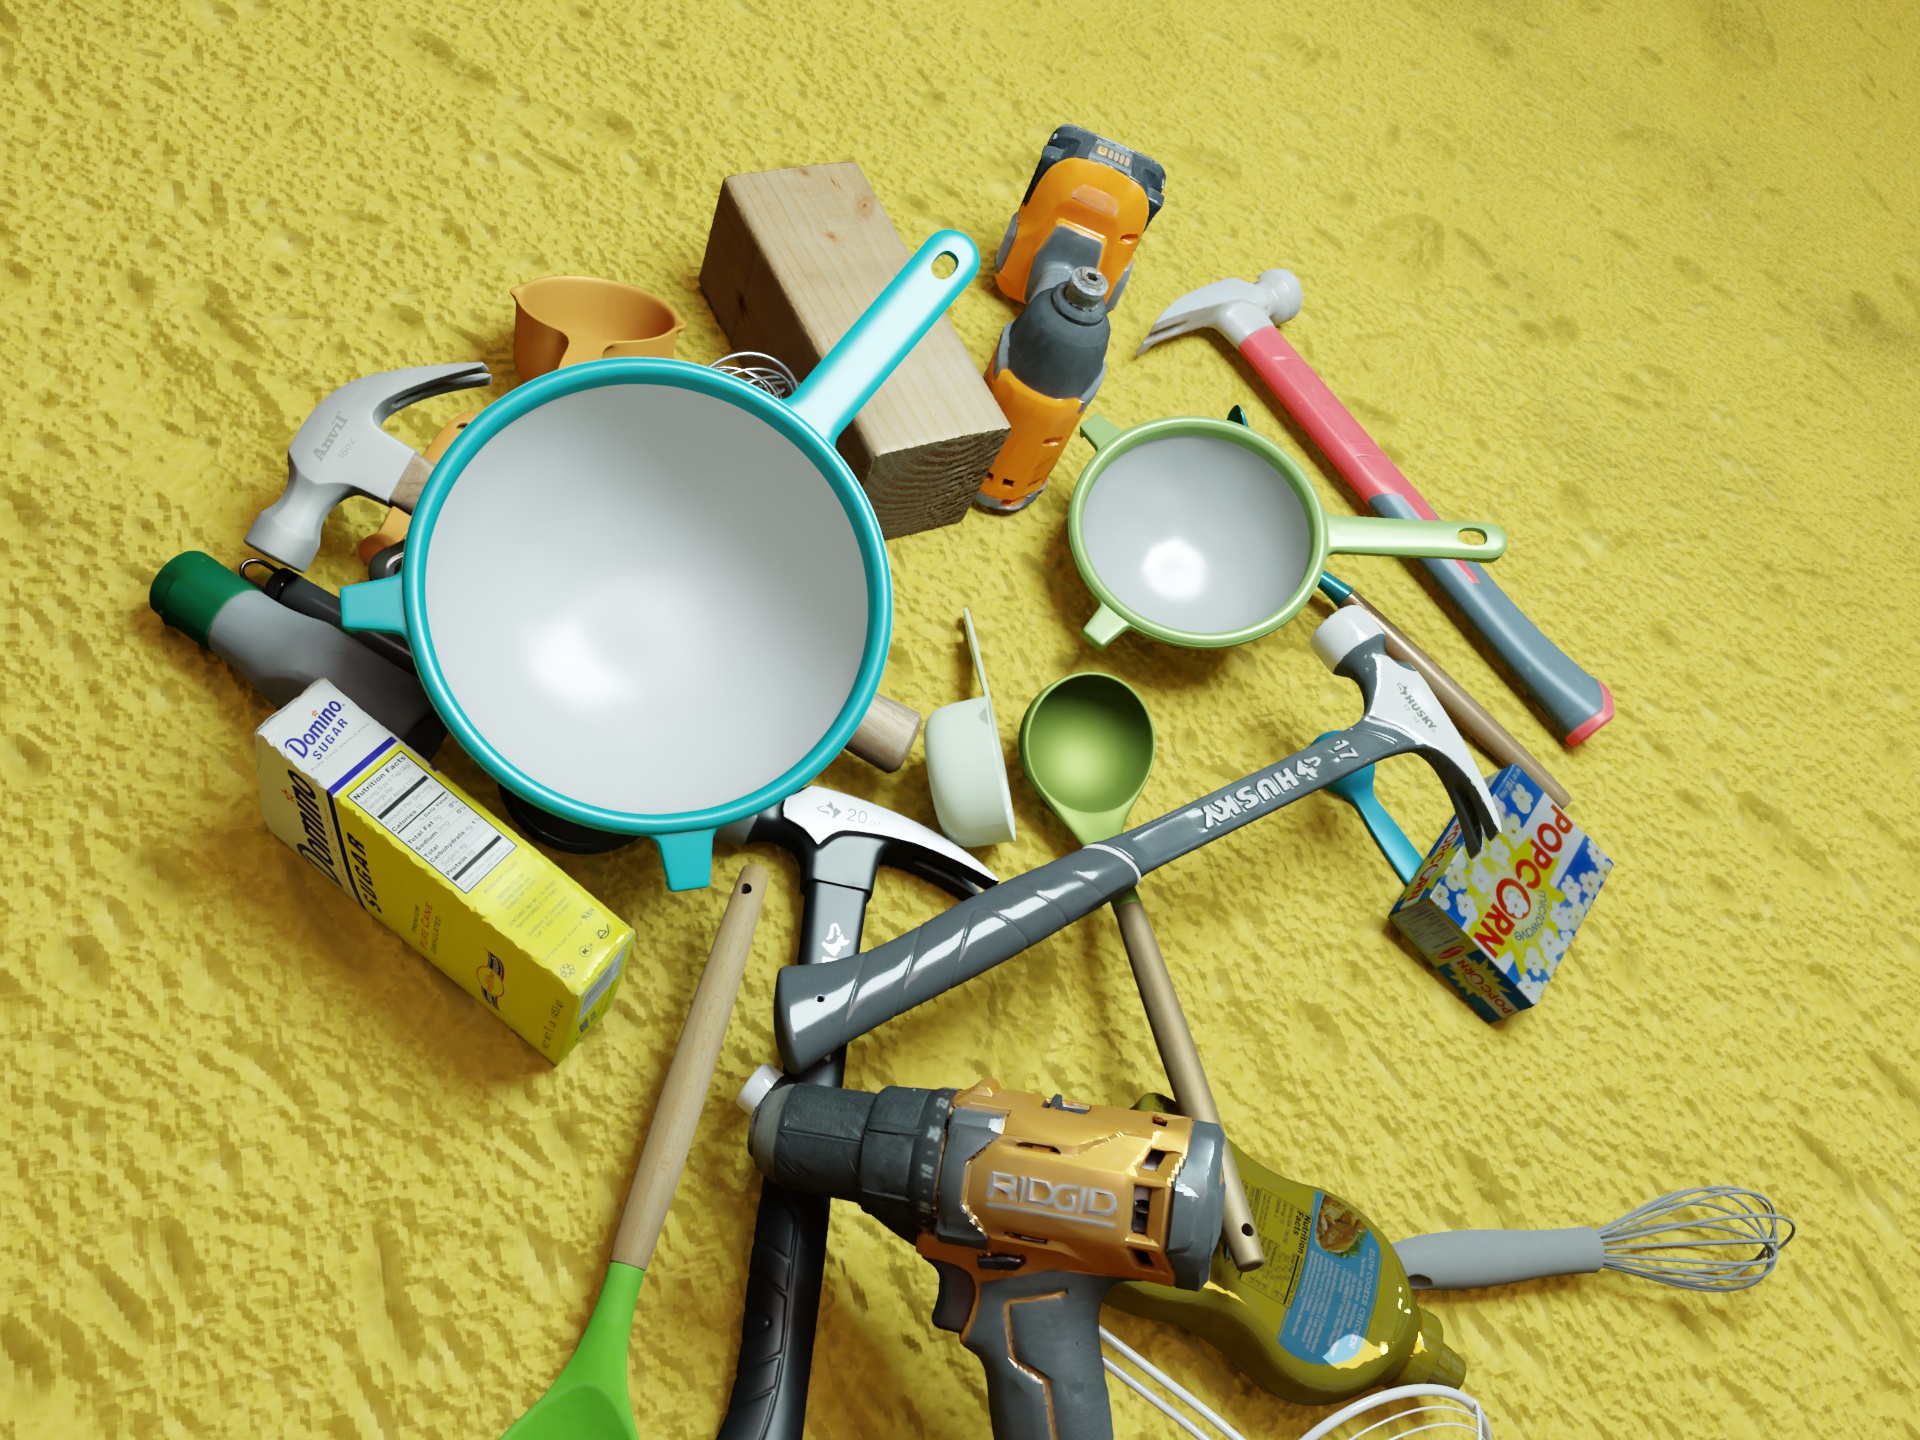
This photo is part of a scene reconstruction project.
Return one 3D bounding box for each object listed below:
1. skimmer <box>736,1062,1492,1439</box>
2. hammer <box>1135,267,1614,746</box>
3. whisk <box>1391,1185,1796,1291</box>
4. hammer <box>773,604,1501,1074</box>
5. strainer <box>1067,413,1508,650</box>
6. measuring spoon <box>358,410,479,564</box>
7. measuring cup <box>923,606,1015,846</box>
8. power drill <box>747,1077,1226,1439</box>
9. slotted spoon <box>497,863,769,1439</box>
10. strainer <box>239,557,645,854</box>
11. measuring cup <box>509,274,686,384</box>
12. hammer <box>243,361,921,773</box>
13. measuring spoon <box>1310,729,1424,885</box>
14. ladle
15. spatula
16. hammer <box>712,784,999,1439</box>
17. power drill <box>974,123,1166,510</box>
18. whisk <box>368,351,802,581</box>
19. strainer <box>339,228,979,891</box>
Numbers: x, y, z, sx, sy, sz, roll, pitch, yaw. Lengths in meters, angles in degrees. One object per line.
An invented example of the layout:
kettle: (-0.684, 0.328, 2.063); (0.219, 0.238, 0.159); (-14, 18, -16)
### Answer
skimmer: (0.063, 0.256, 0.684); (0.363, 0.127, 0.090); (35, 10, 9)
hammer: (0.275, -0.137, 1.036); (0.143, 0.038, 0.386); (-27, 73, -34)
whisk: (0.320, 0.268, 0.808); (0.239, 0.055, 0.055); (1, 60, -16)
hammer: (0.090, 0.067, 0.766); (0.409, 0.036, 0.149); (-23, 65, -27)
strainer: (0.188, -0.098, 0.942); (0.256, 0.069, 0.152); (2, 68, -3)
measuring spoon: (-0.282, -0.125, 0.837); (0.021, 0.011, 0.117); (24, 55, -5)
measuring cup: (-0.001, -0.003, 0.848); (0.038, 0.083, 0.168); (-12, 43, 2)
power drill: (-0.002, 0.251, 0.612); (0.185, 0.084, 0.226); (7, 88, 11)
slotted spoon: (-0.129, 0.203, 0.666); (0.070, 0.031, 0.314); (10, 62, 8)
strainer: (-0.239, -0.013, 0.771); (0.258, 0.050, 0.087); (29, 69, 2)
measuring cup: (-0.200, -0.180, 0.845); (0.095, 0.052, 0.174); (9, 36, -11)
hammer: (-0.169, -0.066, 0.790); (0.331, 0.031, 0.130); (28, 82, -9)
measuring spoon: (0.249, 0.057, 0.921); (0.042, 0.021, 0.129); (-22, 70, -30)
ladle: (0.094, 0.107, 0.777); (0.078, 0.062, 0.321); (1, 48, -20)
spatula: (0.266, -0.066, 0.986); (0.317, 0.082, 0.044); (45, 91, 4)
hammer: (-0.065, 0.185, 0.718); (0.146, 0.035, 0.335); (13, 57, -12)
power drill: (0.062, -0.256, 0.955); (0.084, 0.164, 0.227); (21, 53, -8)
whisk: (-0.190, -0.126, 0.827); (0.246, 0.057, 0.059); (-29, 33, -16)
strainer: (-0.107, -0.098, 0.747); (0.211, 0.095, 0.340); (40, 71, -9)
